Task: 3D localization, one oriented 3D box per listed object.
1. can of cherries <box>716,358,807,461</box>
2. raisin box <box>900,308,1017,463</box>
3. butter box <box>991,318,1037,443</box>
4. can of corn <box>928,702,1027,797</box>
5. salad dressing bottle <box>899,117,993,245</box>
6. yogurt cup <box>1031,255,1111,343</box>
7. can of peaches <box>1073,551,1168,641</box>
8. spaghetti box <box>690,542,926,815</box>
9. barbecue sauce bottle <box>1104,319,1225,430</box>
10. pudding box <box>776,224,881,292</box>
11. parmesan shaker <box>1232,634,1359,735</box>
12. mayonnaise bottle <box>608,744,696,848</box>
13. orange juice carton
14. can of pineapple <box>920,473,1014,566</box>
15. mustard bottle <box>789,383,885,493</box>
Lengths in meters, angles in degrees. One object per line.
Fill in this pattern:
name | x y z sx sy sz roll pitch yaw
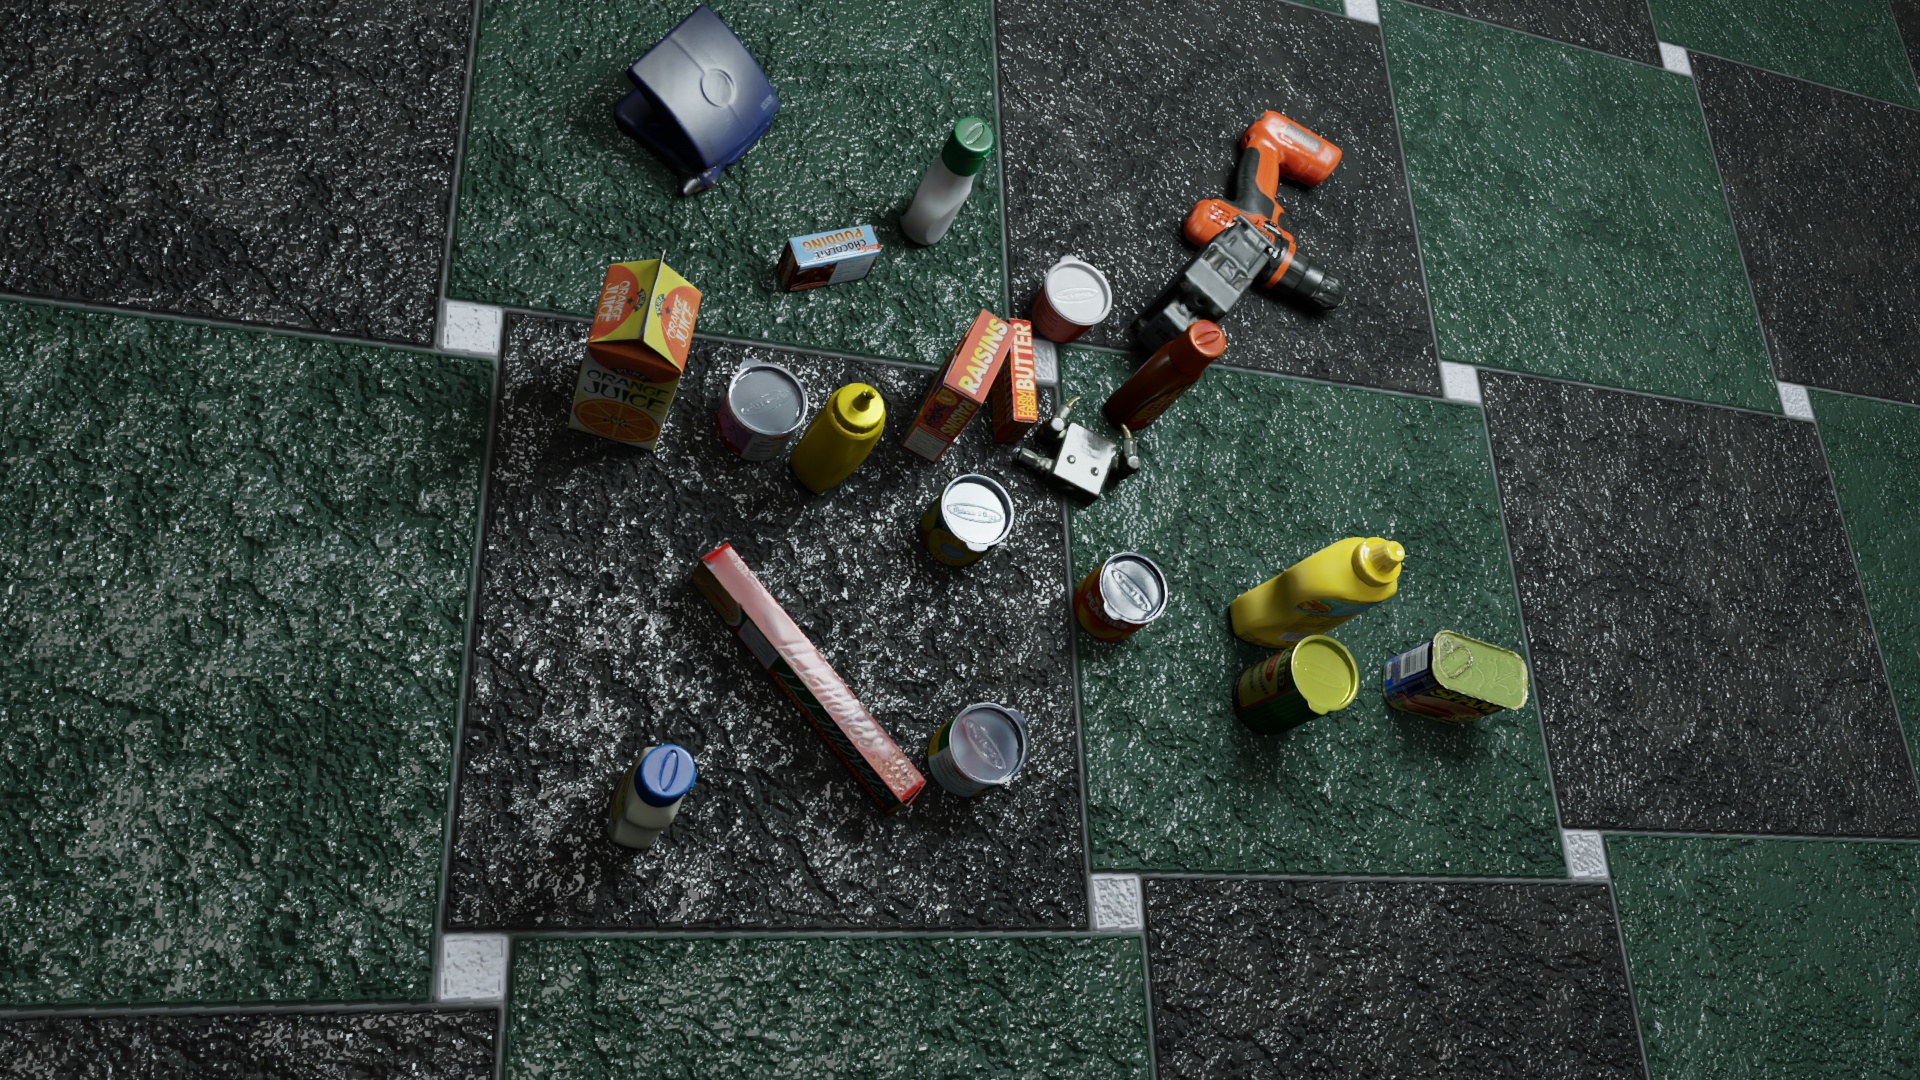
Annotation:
can of cherries | -0.167 -0.109 1.161 0.071 0.058 0.072 8 67 -18
raisin box | -0.003 -0.132 1.197 0.040 0.123 0.086 30 62 -8
butter box | 0.047 -0.144 1.261 0.024 0.053 0.104 5 68 -19
can of corn | 0.015 0.168 1.120 0.071 0.058 0.071 8 67 -18
salad dressing bottle | -0.012 -0.324 1.257 0.044 0.147 0.064 40 61 -3
yogurt cup | 0.102 -0.223 1.314 0.072 0.053 0.072 8 67 -18
can of peaches | 0.138 0.051 1.215 0.071 0.057 0.071 8 67 -18
spaghetti box | -0.121 0.110 1.096 0.029 0.050 0.250 -39 86 -29
barbecue sauce bottle | 0.189 -0.151 1.264 0.065 0.148 0.044 -23 79 -27
pudding box | -0.118 -0.252 1.243 0.084 0.049 0.030 -17 77 -26
parmesan shaker | 0.290 0.131 1.216 0.071 0.102 0.071 8 67 -18
mayonnaise bottle | -0.217 0.176 0.977 0.041 0.147 0.065 17 65 -14
orange juice carton | -0.249 -0.146 1.068 0.073 0.192 0.072 16 65 -15
can of pineapple | 0.004 -0.015 1.190 0.071 0.057 0.071 8 67 -18
mustard bottle | -0.093 -0.090 1.124 0.049 0.159 0.065 47 61 2
